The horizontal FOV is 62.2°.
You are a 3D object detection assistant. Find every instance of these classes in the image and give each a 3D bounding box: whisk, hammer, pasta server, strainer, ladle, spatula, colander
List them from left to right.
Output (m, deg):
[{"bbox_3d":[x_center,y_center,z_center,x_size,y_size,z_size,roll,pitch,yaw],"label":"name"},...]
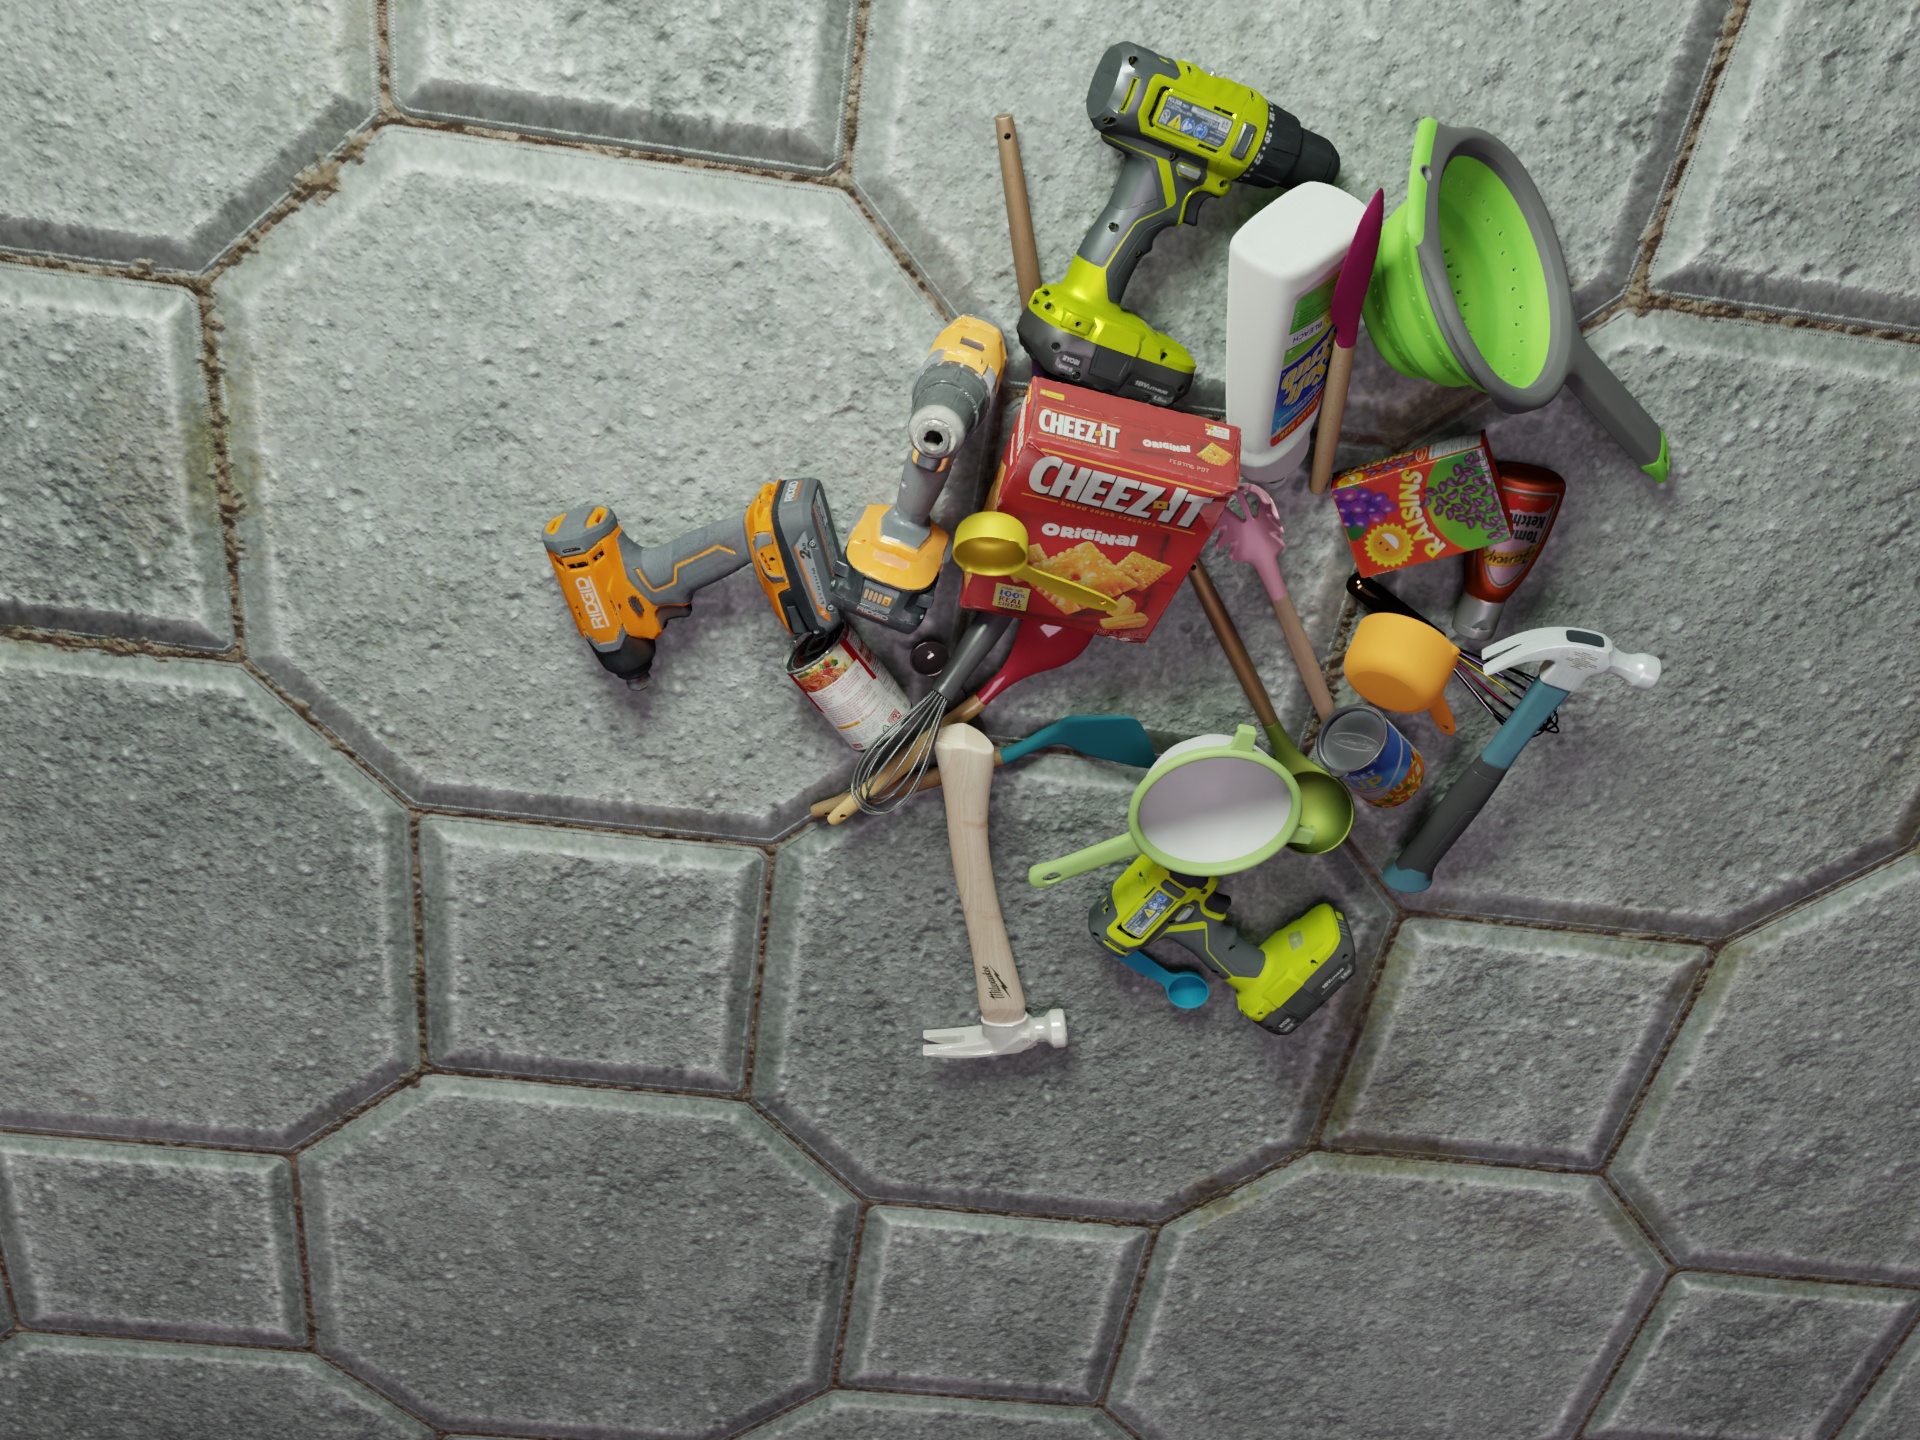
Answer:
[{"bbox_3d":[-0.014,-0.022,1.335,0.055,0.055,0.239,35,88,-21],"label":"whisk"},{"bbox_3d":[-0.002,-0.004,1.391,0.315,0.031,0.069,-40,124,18],"label":"ladle"},{"bbox_3d":[0.010,0.172,1.484,0.146,0.038,0.410,-7,128,4],"label":"hammer"},{"bbox_3d":[0.014,0.047,1.427,0.317,0.044,0.082,-17,142,11],"label":"spatula"},{"bbox_3d":[0.056,-0.303,1.224,0.060,0.018,0.315,-11,123,1],"label":"spatula"},{"bbox_3d":[0.175,0.082,1.416,0.256,0.069,0.151,-23,127,20],"label":"strainer"},{"bbox_3d":[0.262,-0.013,1.390,0.078,0.062,0.320,-22,118,18],"label":"ladle"},{"bbox_3d":[0.275,-0.081,1.338,0.060,0.040,0.315,-13,131,24],"label":"pasta server"},{"bbox_3d":[0.431,-0.056,1.376,0.244,0.047,0.051,33,117,-17],"label":"whisk"},{"bbox_3d":[0.466,0.044,1.401,0.128,0.033,0.330,19,133,-3],"label":"hammer"},{"bbox_3d":[0.412,-0.280,1.203,0.396,0.205,0.094,30,152,-36],"label":"colander"}]

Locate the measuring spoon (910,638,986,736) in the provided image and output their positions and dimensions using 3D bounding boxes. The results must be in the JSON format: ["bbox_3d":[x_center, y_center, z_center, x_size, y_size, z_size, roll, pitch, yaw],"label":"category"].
[{"bbox_3d":[-0.008,-0.026,1.401,0.034,0.018,0.124,-28,126,7],"label":"measuring spoon"}]

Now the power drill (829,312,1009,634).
[{"bbox_3d":[-0.030,-0.178,1.204,0.084,0.185,0.226,21,122,-4],"label":"power drill"}]

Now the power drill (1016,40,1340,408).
[{"bbox_3d":[0.155,-0.352,1.158,0.190,0.080,0.228,13,117,-22],"label":"power drill"}]

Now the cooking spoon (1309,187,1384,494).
[{"bbox_3d":[0.279,-0.261,1.164,0.017,0.069,0.318,25,158,17],"label":"cooking spoon"}]

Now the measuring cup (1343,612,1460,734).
[{"bbox_3d":[0.390,-0.021,1.373,0.095,0.052,0.173,11,151,42],"label":"measuring cup"}]

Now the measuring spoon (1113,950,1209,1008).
[{"bbox_3d":[0.190,0.241,1.573,0.128,0.021,0.042,33,118,-10],"label":"measuring spoon"}]

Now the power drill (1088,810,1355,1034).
[{"bbox_3d":[0.257,0.190,1.506,0.223,0.080,0.171,32,116,-16],"label":"power drill"}]

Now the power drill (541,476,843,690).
[{"bbox_3d":[-0.211,-0.107,1.305,0.226,0.084,0.164,-8,123,9],"label":"power drill"}]

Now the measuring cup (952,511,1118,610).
[{"bbox_3d":[0.062,-0.120,1.221,0.156,0.029,0.062,20,151,-33],"label":"measuring cup"}]
